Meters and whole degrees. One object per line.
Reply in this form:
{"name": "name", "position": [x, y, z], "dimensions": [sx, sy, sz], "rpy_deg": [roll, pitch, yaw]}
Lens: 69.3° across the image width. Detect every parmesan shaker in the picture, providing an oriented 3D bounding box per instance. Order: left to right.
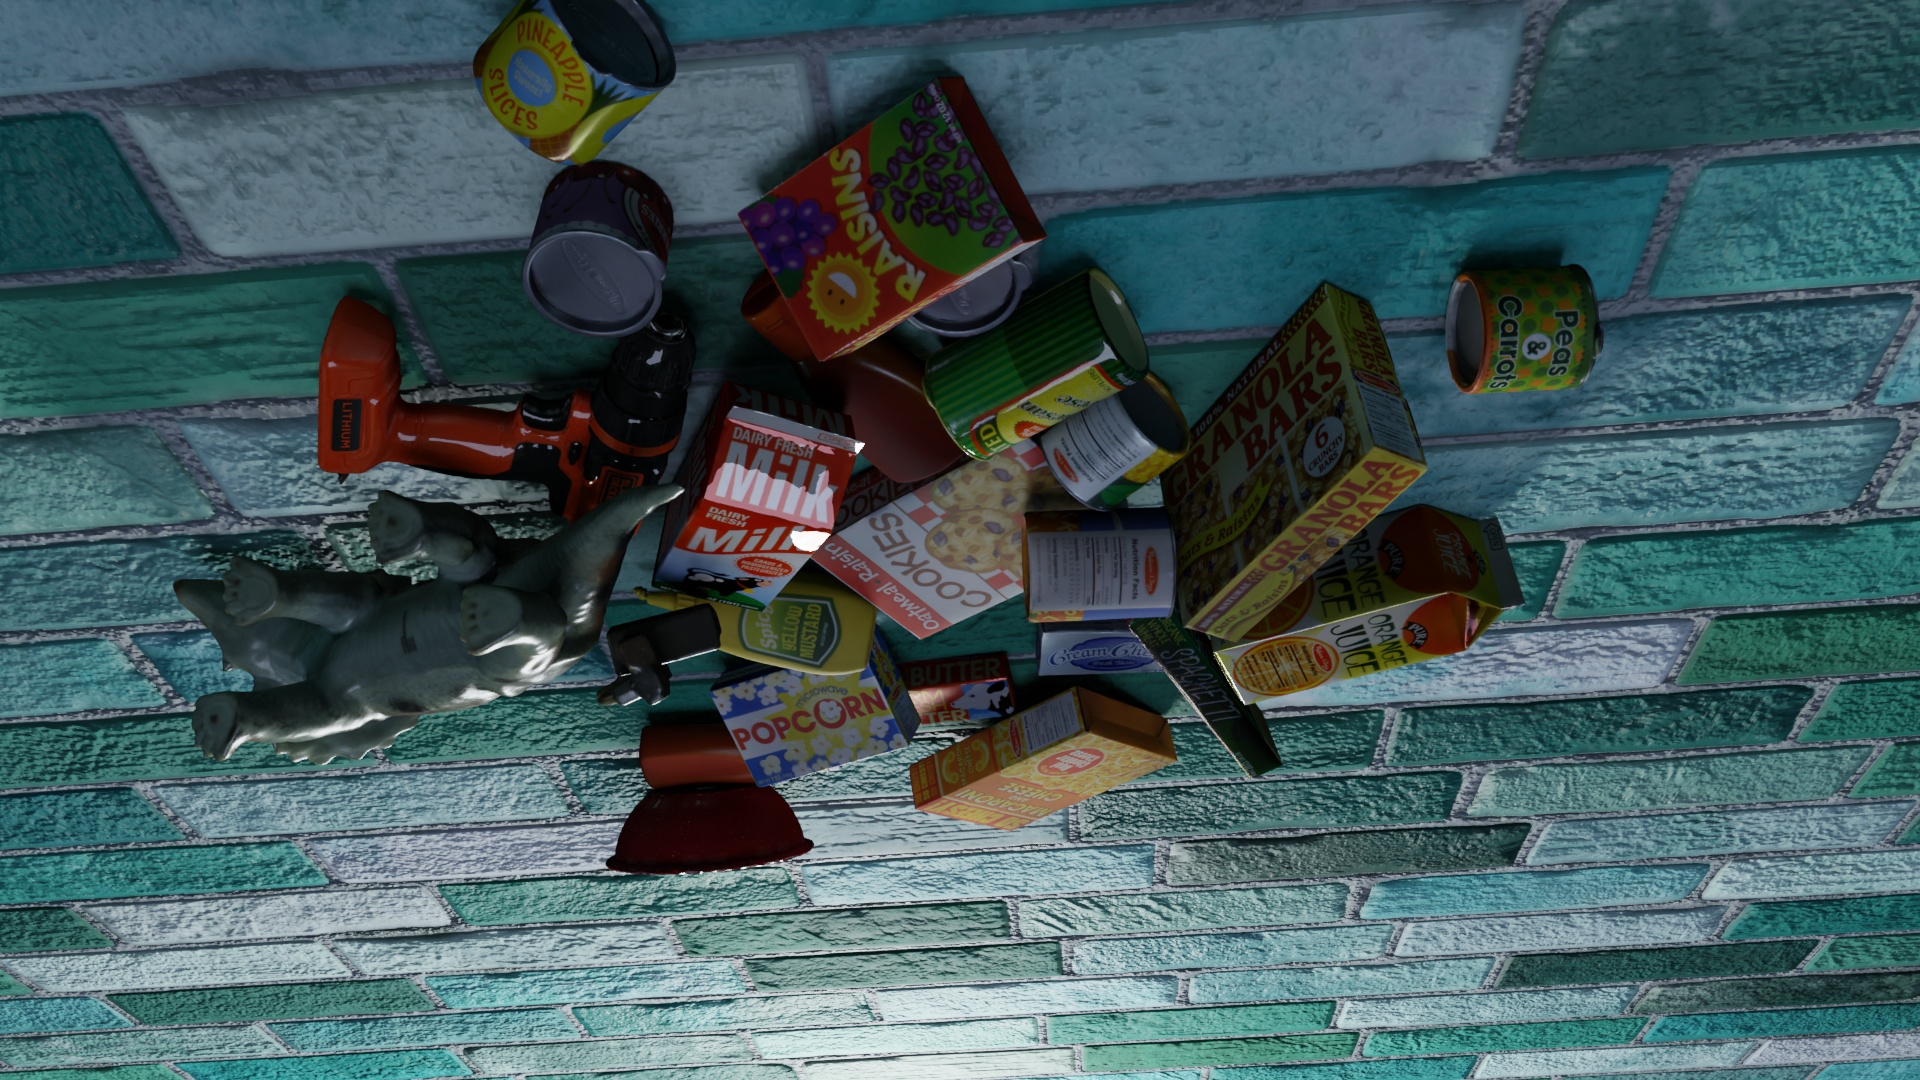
{"name": "parmesan shaker", "position": [0.040, -0.094, 0.743], "dimensions": [0.103, 0.072, 0.071], "rpy_deg": [-26, 135, 26]}

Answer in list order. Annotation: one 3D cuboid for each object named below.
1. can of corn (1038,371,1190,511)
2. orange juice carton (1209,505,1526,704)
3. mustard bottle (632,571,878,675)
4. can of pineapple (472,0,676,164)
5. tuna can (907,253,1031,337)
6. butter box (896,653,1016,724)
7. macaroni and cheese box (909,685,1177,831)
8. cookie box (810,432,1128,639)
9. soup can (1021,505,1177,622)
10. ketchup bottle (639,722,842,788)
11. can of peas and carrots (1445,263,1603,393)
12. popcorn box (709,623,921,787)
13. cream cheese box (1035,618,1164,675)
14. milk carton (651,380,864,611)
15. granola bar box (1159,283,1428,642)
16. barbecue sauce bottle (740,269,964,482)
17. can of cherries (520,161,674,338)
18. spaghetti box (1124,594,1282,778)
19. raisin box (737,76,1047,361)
{"name": "can of corn", "position": [0.089, -0.060, 0.791], "dimensions": [0.071, 0.071, 0.058], "rpy_deg": [27, 131, -30]}
{"name": "orange juice carton", "position": [0.263, 0.039, 0.910], "dimensions": [0.192, 0.072, 0.072], "rpy_deg": [-17, 138, 18]}
{"name": "mustard bottle", "position": [-0.136, 0.049, 0.912], "dimensions": [0.160, 0.049, 0.065], "rpy_deg": [8, 100, -5]}
{"name": "can of pineapple", "position": [-0.168, -0.205, 0.601], "dimensions": [0.057, 0.071, 0.071], "rpy_deg": [-32, 132, 31]}
{"name": "tuna can", "position": [0.001, -0.140, 0.714], "dimensions": [0.071, 0.033, 0.070], "rpy_deg": [-1, 140, -1]}
{"name": "butter box", "position": [-0.013, 0.111, 1.022], "dimensions": [0.103, 0.024, 0.053], "rpy_deg": [-6, 141, 5]}
{"name": "macaroni and cheese box", "position": [0.063, 0.171, 1.069], "dimensions": [0.166, 0.040, 0.123], "rpy_deg": [-29, 145, 30]}
{"name": "cookie box", "position": [0.003, -0.011, 0.865], "dimensions": [0.167, 0.040, 0.122], "rpy_deg": [-27, 135, 25]}
{"name": "soup can", "position": [0.080, 0.014, 0.818], "dimensions": [0.084, 0.072, 0.071], "rpy_deg": [-2, 140, -2]}
{"name": "ketchup bottle", "position": [-0.166, 0.162, 1.061], "dimensions": [0.149, 0.044, 0.064], "rpy_deg": [-3, 149, 1]}
{"name": "can of peas and carrots", "position": [0.295, -0.110, 0.733], "dimensions": [0.059, 0.071, 0.070], "rpy_deg": [-3, 140, 2]}
{"name": "popcorn box", "position": [-0.104, 0.118, 0.989], "dimensions": [0.126, 0.038, 0.085], "rpy_deg": [-18, 107, 18]}
{"name": "cream cheese box", "position": [0.106, 0.070, 0.978], "dimensions": [0.104, 0.024, 0.053], "rpy_deg": [-1, 139, -1]}
{"name": "milk carton", "position": [-0.115, -0.027, 0.773], "dimensions": [0.072, 0.074, 0.189], "rpy_deg": [14, 156, -17]}
{"name": "granola bar box", "position": [0.177, -0.040, 0.770], "dimensions": [0.039, 0.125, 0.164], "rpy_deg": [17, 137, -22]}
{"name": "barbecue sauce bottle", "position": [-0.057, -0.091, 0.763], "dimensions": [0.064, 0.044, 0.148], "rpy_deg": [-26, 134, 26]}
{"name": "can of cherries", "position": [-0.174, -0.144, 0.684], "dimensions": [0.071, 0.059, 0.071], "rpy_deg": [-1, 139, -1]}
{"name": "spaghetti box", "position": [0.164, 0.090, 0.947], "dimensions": [0.028, 0.050, 0.249], "rpy_deg": [-27, 138, 14]}
{"name": "raisin box", "position": [-0.034, -0.152, 0.663], "dimensions": [0.123, 0.040, 0.086], "rpy_deg": [-27, 96, 26]}
